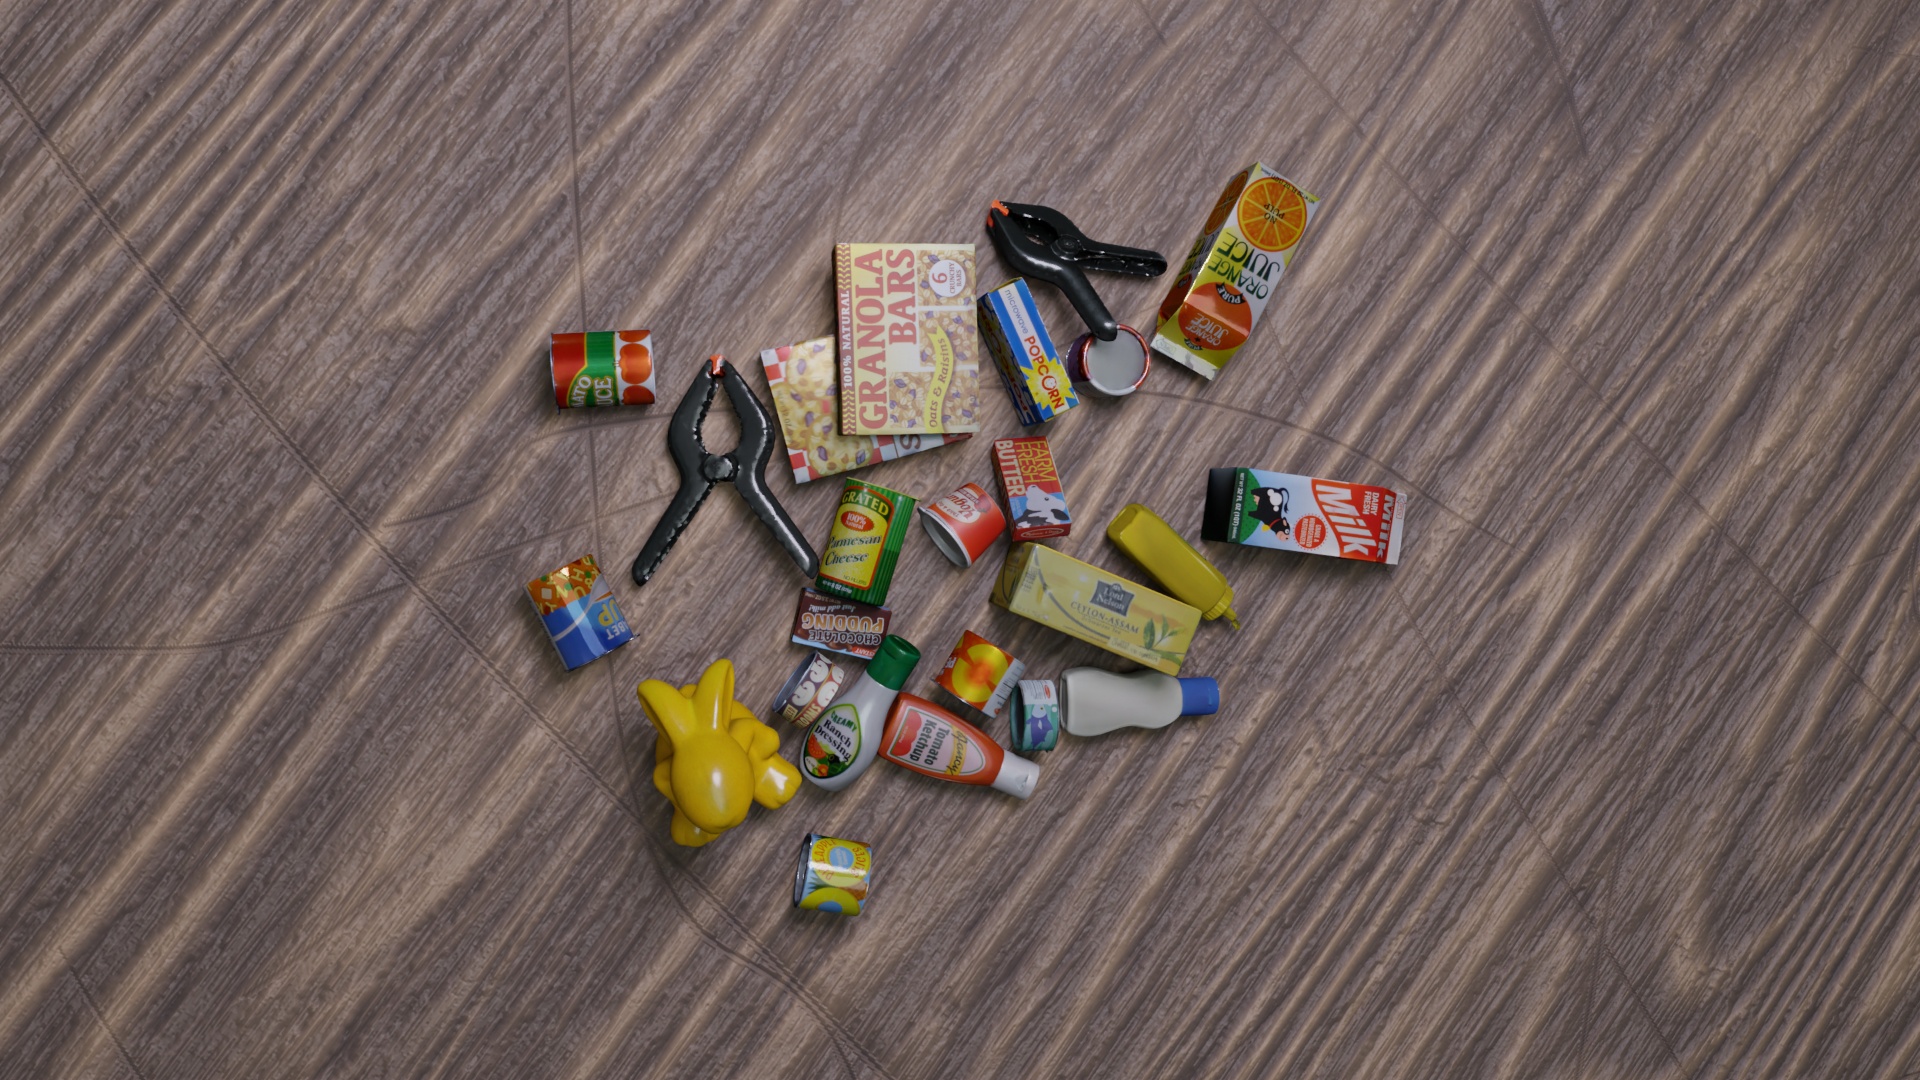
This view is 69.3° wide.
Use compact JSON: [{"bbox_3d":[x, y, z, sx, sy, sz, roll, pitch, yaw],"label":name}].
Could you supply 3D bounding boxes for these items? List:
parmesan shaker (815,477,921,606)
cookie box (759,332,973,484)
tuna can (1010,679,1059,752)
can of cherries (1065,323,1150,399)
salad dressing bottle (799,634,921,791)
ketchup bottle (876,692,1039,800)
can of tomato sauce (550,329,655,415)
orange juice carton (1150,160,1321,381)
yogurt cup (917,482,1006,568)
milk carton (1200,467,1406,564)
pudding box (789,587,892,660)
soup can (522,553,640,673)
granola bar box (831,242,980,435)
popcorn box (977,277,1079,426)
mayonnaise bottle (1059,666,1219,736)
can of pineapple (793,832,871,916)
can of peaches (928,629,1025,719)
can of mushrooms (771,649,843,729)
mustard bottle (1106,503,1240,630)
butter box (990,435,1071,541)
[{"bbox_3d":[-0.083,0.002,1.245,0.071,0.071,0.103,17,88,-11],"label":"parmesan shaker"},{"bbox_3d":[-0.084,-0.131,1.256,0.168,0.040,0.123,-15,94,-9],"label":"cookie box"},{"bbox_3d":[0.068,0.163,1.280,0.033,0.071,0.071,1,92,-10],"label":"tuna can"},{"bbox_3d":[0.137,-0.168,1.287,0.071,0.058,0.071,0,92,-10],"label":"can of cherries"},{"bbox_3d":[-0.088,0.153,1.242,0.064,0.044,0.147,37,101,26],"label":"salad dressing bottle"},{"bbox_3d":[-0.001,0.195,1.279,0.149,0.043,0.064,24,91,-11],"label":"ketchup bottle"},{"bbox_3d":[-0.308,-0.146,1.200,0.083,0.071,0.071,-4,93,-11],"label":"can of tomato sauce"},{"bbox_3d":[0.251,-0.249,1.299,0.072,0.073,0.192,29,87,-10],"label":"orange juice carton"},{"bbox_3d":[0.005,-0.016,1.265,0.054,0.072,0.072,-39,98,-15],"label":"yogurt cup"},{"bbox_3d":[0.333,-0.023,1.320,0.191,0.073,0.072,8,90,-11],"label":"milk carton"},{"bbox_3d":[-0.109,0.077,1.262,0.084,0.030,0.049,15,90,-10],"label":"pudding box"},{"bbox_3d":[-0.328,0.061,1.202,0.071,0.071,0.083,-26,96,-9],"label":"soup can"},{"bbox_3d":[-0.048,-0.175,1.220,0.124,0.039,0.165,-2,91,-10],"label":"granola bar box"},{"bbox_3d":[0.056,-0.169,1.258,0.038,0.085,0.126,-25,96,-10],"label":"popcorn box"},{"bbox_3d":[0.169,0.150,1.311,0.148,0.041,0.064,-1,93,-12],"label":"mayonnaise bottle"},{"bbox_3d":[-0.115,0.299,1.247,0.058,0.071,0.071,12,90,-12],"label":"can of pineapple"},{"bbox_3d":[0.016,0.121,1.269,0.071,0.071,0.058,33,86,-10],"label":"can of peaches"},{"bbox_3d":[-0.137,0.135,1.238,0.033,0.071,0.071,38,85,-11],"label":"can of mushrooms"},{"bbox_3d":[0.209,0.030,1.306,0.160,0.065,0.049,40,90,-15],"label":"mustard bottle"},{"bbox_3d":[0.064,-0.048,1.266,0.053,0.024,0.104,-6,56,-11],"label":"butter box"}]
